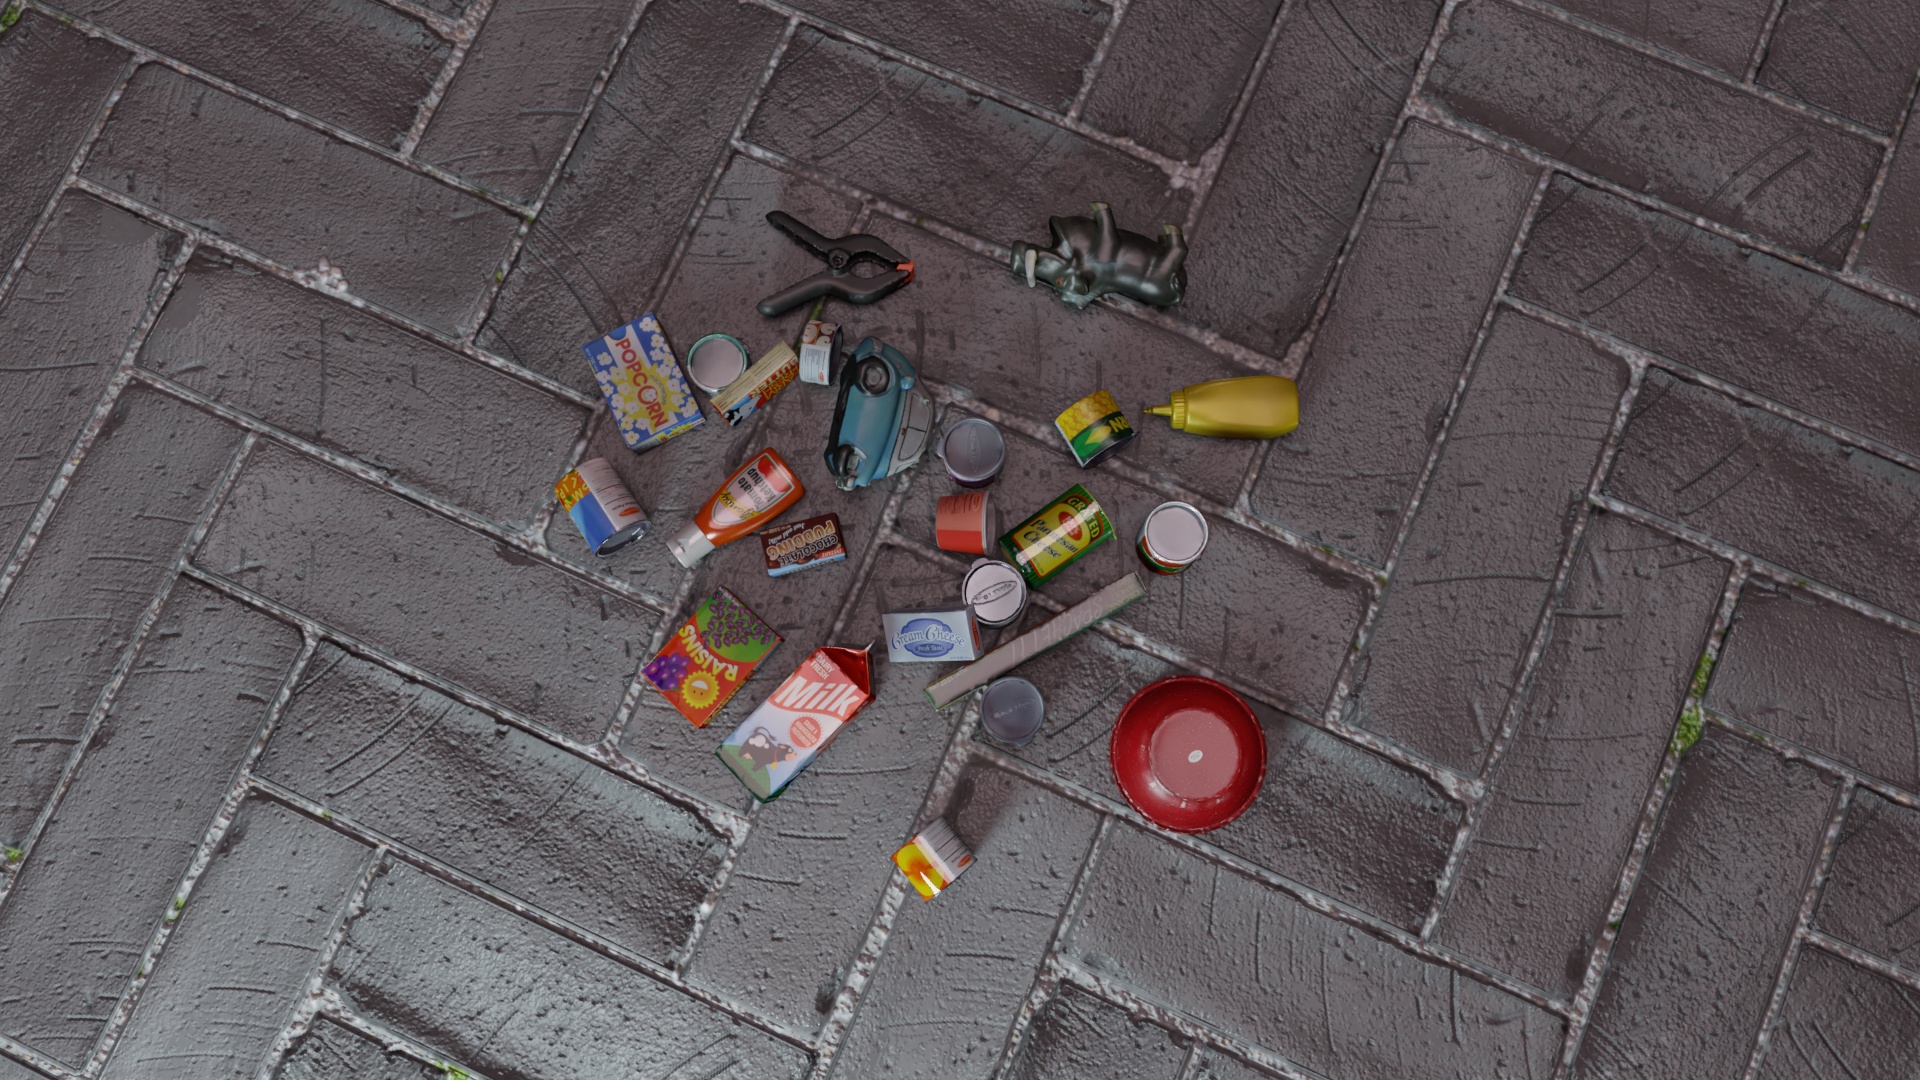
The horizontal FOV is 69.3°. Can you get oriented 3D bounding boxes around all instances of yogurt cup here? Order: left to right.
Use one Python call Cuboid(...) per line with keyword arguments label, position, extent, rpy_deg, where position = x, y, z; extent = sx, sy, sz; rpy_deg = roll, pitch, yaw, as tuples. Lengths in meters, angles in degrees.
Cuboid(label="yogurt cup", position=(0.005, -0.018, 1.434), extent=(0.054, 0.072, 0.072), rpy_deg=(1, 81, 10))

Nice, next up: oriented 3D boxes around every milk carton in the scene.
Cuboid(label="milk carton", position=(-0.151, 0.172, 1.399), extent=(0.191, 0.072, 0.073), rpy_deg=(-45, 82, -6))

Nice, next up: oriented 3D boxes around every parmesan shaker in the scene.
Cuboid(label="parmesan shaker", position=(0.099, -0.001, 1.427), extent=(0.103, 0.071, 0.071), rpy_deg=(-35, 82, -4))

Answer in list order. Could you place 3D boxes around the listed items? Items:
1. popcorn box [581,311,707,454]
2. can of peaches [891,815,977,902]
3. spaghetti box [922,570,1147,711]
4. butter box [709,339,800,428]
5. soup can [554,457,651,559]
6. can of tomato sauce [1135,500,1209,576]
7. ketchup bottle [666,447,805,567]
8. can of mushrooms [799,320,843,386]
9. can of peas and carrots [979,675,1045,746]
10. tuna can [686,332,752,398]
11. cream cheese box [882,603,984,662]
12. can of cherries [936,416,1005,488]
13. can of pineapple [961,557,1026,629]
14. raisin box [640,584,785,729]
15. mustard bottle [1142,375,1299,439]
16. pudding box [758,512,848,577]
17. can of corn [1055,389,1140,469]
Cuboid(label="popcorn box", position=(-0.336, -0.166, 1.479), extent=(0.085, 0.038, 0.127), rpy_deg=(-27, 81, -2))
Cuboid(label="can of peaches", position=(-0.028, 0.316, 1.377), extent=(0.071, 0.071, 0.058), rpy_deg=(-39, 82, -5))
Cuboid(label="spaghetti box", position=(0.077, 0.103, 1.418), extent=(0.250, 0.050, 0.029), rpy_deg=(-29, 83, -4))
Cuboid(label="butter box", position=(-0.214, -0.165, 1.468), extent=(0.103, 0.053, 0.024), rpy_deg=(-40, 79, -6))
Cuboid(label="soup can", position=(-0.374, -0.033, 1.444), extent=(0.071, 0.071, 0.084), rpy_deg=(-35, 81, -4))
Cuboid(label="can of tomato sauce", position=(0.217, -0.001, 1.416), extent=(0.071, 0.083, 0.071), rpy_deg=(0, 81, 2))
Cuboid(label="ketchup bottle", position=(-0.237, -0.030, 1.451), extent=(0.149, 0.043, 0.065), rpy_deg=(-38, 82, -5))
Cuboid(label="can of mushrooms", position=(-0.147, -0.199, 1.468), extent=(0.033, 0.071, 0.071), rpy_deg=(9, 81, 4))
Cuboid(label="can of peas and carrots", position=(0.053, 0.173, 1.402), extent=(0.071, 0.058, 0.071), rpy_deg=(0, 81, 1))
Cuboid(label="tuna can", position=(-0.256, -0.188, 1.483), extent=(0.071, 0.033, 0.071), rpy_deg=(0, 81, 1))
Cuboid(label="cream cheese box", position=(-0.028, 0.094, 1.404), extent=(0.103, 0.024, 0.053), rpy_deg=(-5, 99, 32))
Cuboid(label="can of cherries", position=(0.012, -0.091, 1.448), extent=(0.071, 0.058, 0.071), rpy_deg=(0, 82, 1))
Cuboid(label="can of pineapple", position=(0.034, 0.055, 1.423), extent=(0.071, 0.058, 0.071), rpy_deg=(0, 80, 1))
Cuboid(label="raisin box", position=(-0.254, 0.120, 1.427), extent=(0.086, 0.040, 0.123), rpy_deg=(42, 84, 6))
Cuboid(label="mustard bottle", position=(0.271, -0.139, 1.456), extent=(0.160, 0.048, 0.065), rpy_deg=(0, 80, 2))
Cuboid(label="pudding box", position=(-0.164, 0.005, 1.450), extent=(0.084, 0.030, 0.050), rpy_deg=(-14, 81, -1))
Cuboid(label="can of corn", position=(0.142, -0.117, 1.445), extent=(0.071, 0.071, 0.058), rpy_deg=(-30, 81, -4))
